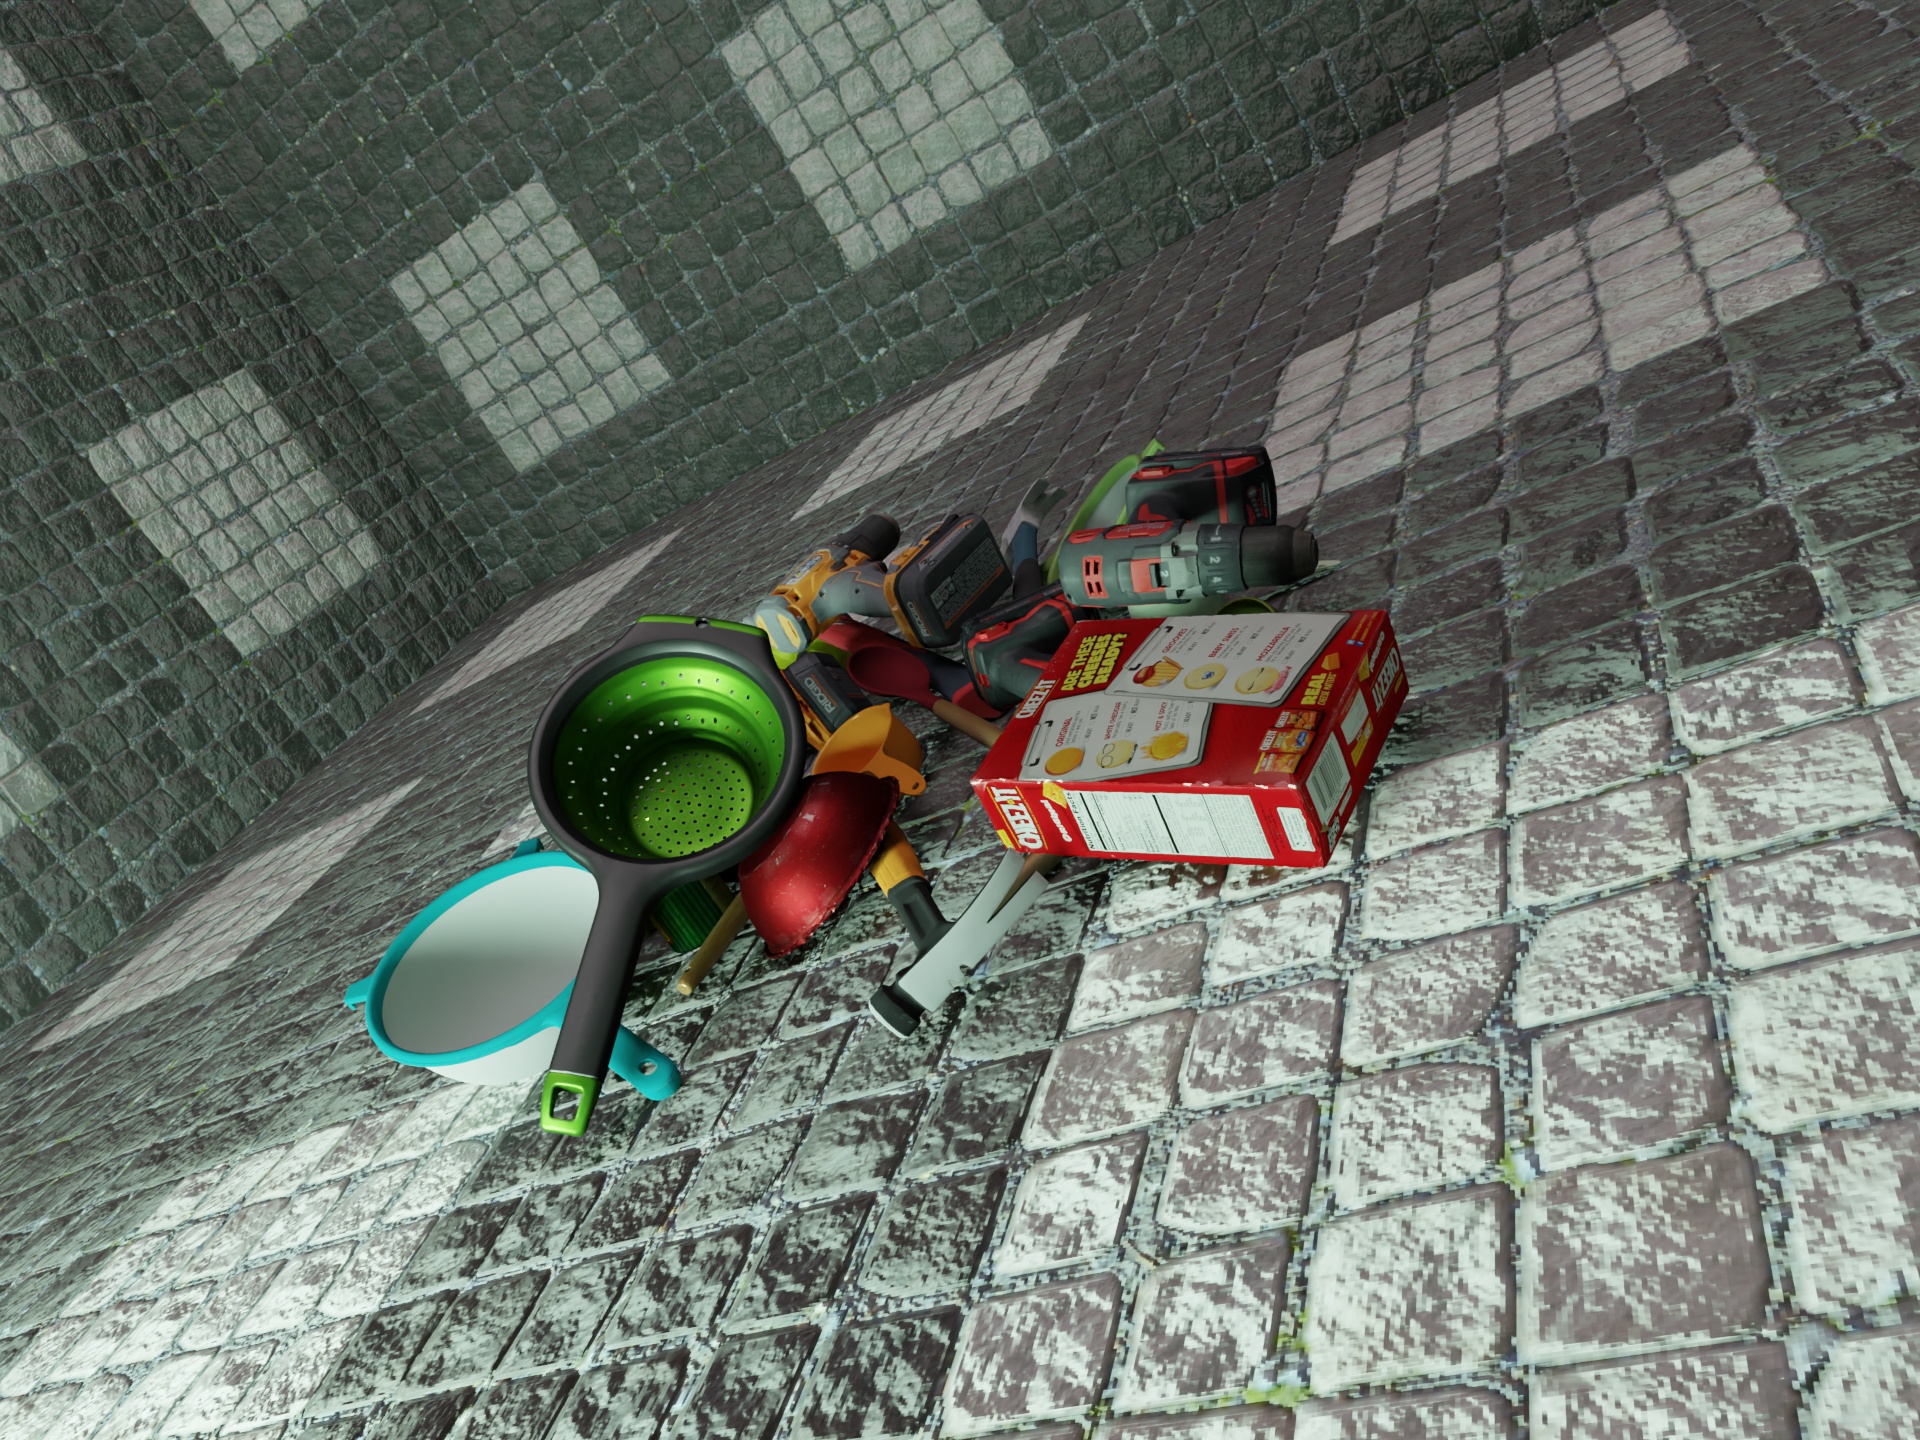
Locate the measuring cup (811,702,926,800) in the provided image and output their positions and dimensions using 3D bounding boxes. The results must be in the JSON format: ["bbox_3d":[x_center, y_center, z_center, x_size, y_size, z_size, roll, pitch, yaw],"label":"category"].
[{"bbox_3d":[-0.054,0.046,1.269,0.095,0.052,0.174,-50,30,-8],"label":"measuring cup"}]

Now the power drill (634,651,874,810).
[{"bbox_3d":[-0.187,0.037,1.428,0.226,0.084,0.164,-39,-3,4],"label":"power drill"}]

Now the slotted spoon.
[{"bbox_3d":[-0.147,0.112,1.298,0.070,0.031,0.314,-20,23,36],"label":"slotted spoon"}]

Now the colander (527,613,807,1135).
[{"bbox_3d":[-0.225,0.113,1.153,0.204,0.094,0.397,7,61,7],"label":"colander"}]

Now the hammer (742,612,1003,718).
[{"bbox_3d":[-0.060,-0.074,1.490,0.143,0.038,0.387,-29,28,-24],"label":"hammer"}]

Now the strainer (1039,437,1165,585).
[{"bbox_3d":[0.125,-0.146,1.473,0.151,0.069,0.256,-66,13,-21],"label":"strainer"}]

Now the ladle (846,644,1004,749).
[{"bbox_3d":[-0.002,-0.004,1.263,0.069,0.031,0.316,-15,25,-27],"label":"ladle"}]

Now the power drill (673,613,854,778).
[{"bbox_3d":[-0.192,-0.020,1.626,0.190,0.080,0.229,-25,23,20],"label":"power drill"}]

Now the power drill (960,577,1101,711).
[{"bbox_3d":[0.096,-0.040,1.198,0.143,0.078,0.220,-24,22,-13],"label":"power drill"}]

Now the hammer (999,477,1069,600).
[{"bbox_3d":[0.061,-0.130,1.459,0.128,0.033,0.331,-61,11,22],"label":"hammer"}]

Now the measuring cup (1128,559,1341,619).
[{"bbox_3d":[0.214,-0.095,1.241,0.167,0.038,0.083,-8,19,15],"label":"measuring cup"}]

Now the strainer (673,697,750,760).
[{"bbox_3d":[-0.236,-0.015,1.739,0.258,0.050,0.086,-46,-22,-48],"label":"strainer"}]

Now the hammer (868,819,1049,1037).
[{"bbox_3d":[-0.033,0.104,1.082,0.127,0.034,0.337,-47,16,-1],"label":"hammer"}]

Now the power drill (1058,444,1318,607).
[{"bbox_3d":[0.192,-0.147,1.230,0.188,0.080,0.227,-2,22,22],"label":"power drill"}]

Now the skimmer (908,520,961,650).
[{"bbox_3d":[-0.016,-0.152,1.695,0.090,0.127,0.363,1,9,1],"label":"skimmer"}]

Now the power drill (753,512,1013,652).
[{"bbox_3d":[-0.061,-0.136,1.463,0.226,0.084,0.185,0,38,43],"label":"power drill"}]

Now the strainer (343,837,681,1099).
[{"bbox_3d":[-0.299,0.224,1.192,0.341,0.095,0.211,21,54,42],"label":"strainer"}]

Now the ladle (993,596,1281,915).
[{"bbox_3d":[0.103,0.035,1.048,0.320,0.062,0.078,-41,35,-16],"label":"ladle"}]
